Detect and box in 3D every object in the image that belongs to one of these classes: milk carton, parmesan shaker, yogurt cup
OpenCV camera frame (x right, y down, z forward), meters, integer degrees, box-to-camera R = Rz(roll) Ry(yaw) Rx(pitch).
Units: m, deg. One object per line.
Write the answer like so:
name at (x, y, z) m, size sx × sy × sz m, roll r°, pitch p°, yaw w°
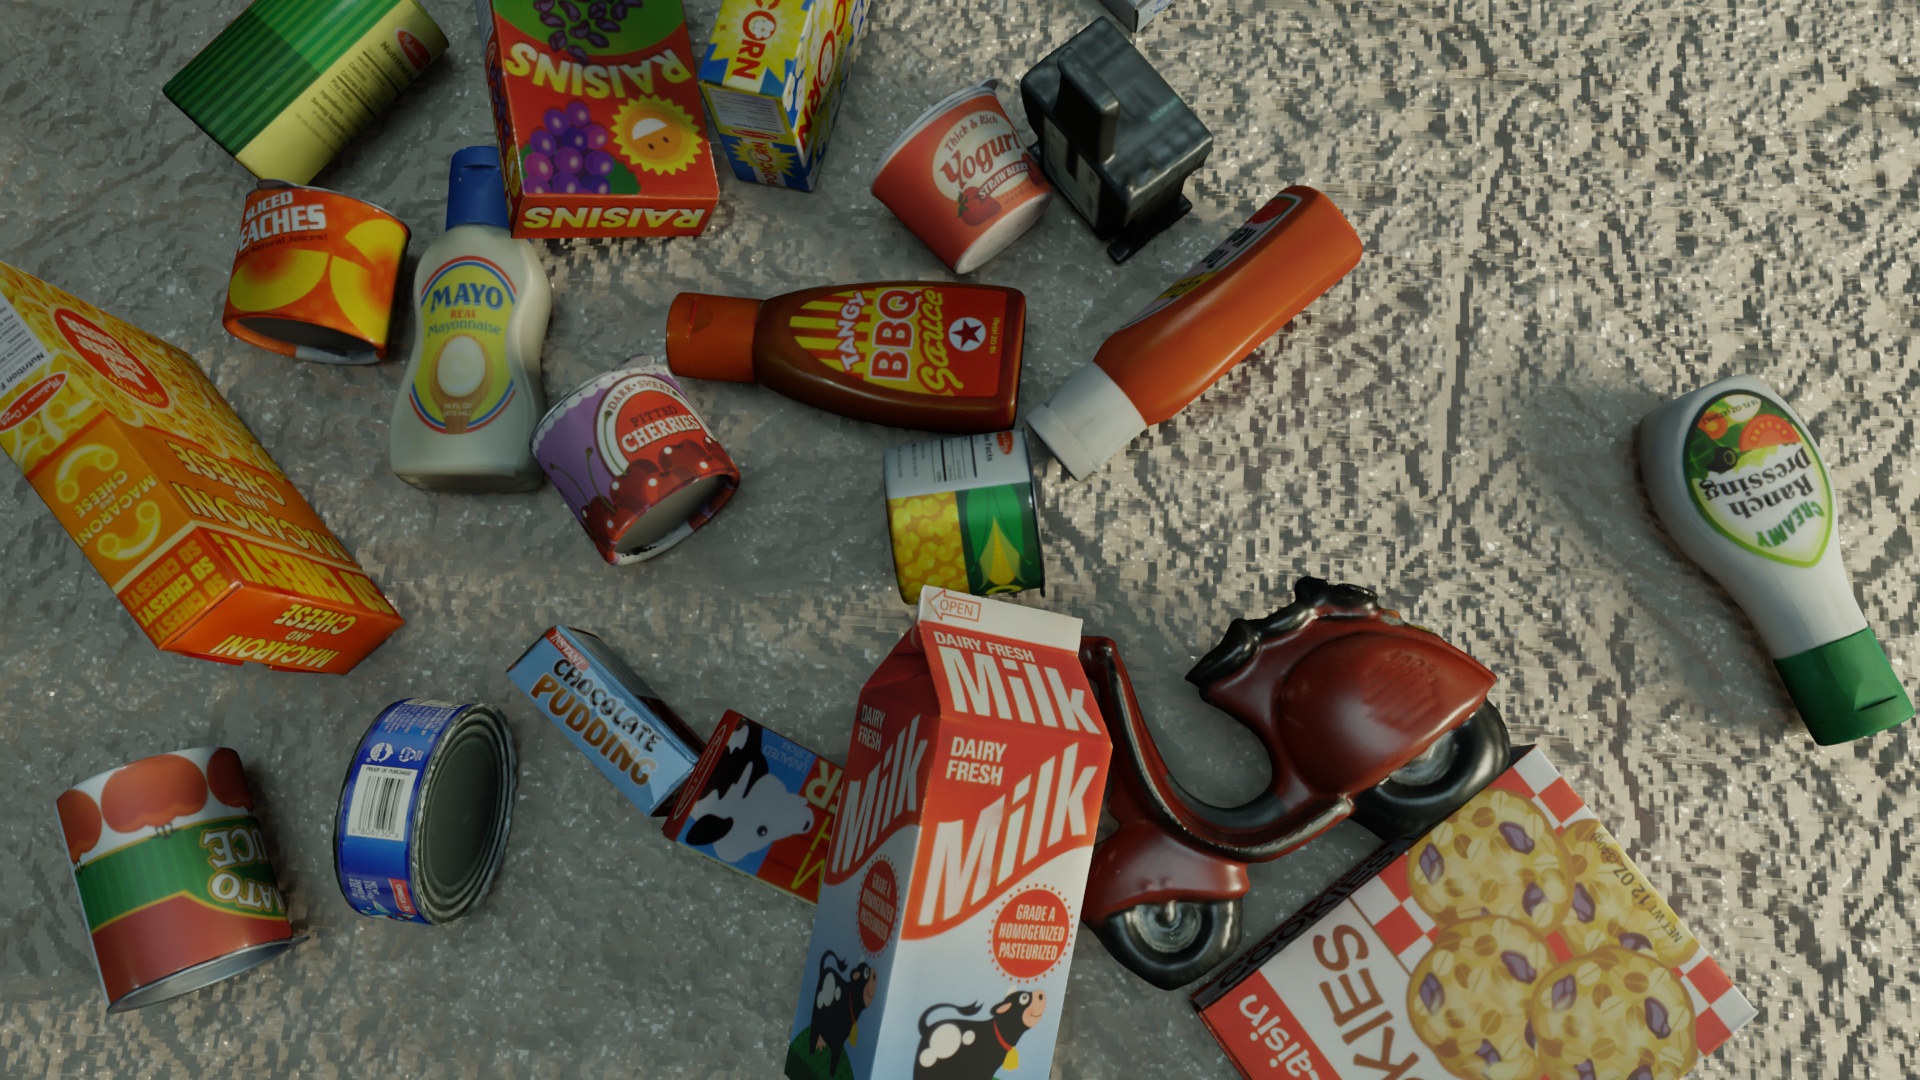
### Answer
milk carton at (-0.002, 0.116, 0.506) m, size 0.072 × 0.073 × 0.190 m, roll 13°, pitch 87°, yaw -27°
parmesan shaker at (-0.290, -0.211, 0.614) m, size 0.071 × 0.071 × 0.103 m, roll 41°, pitch 82°, yaw 10°
yogurt cup at (0.003, -0.152, 0.596) m, size 0.072 × 0.072 × 0.054 m, roll -38°, pitch 87°, yaw -6°

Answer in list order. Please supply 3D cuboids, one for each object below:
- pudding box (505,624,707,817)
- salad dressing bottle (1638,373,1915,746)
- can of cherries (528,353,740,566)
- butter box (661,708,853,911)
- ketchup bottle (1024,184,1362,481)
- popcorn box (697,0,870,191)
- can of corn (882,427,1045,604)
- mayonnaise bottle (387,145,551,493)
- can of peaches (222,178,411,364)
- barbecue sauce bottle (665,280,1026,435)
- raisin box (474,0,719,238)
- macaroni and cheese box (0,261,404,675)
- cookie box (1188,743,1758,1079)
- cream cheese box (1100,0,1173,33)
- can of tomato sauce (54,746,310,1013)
pudding box at (-0.137, 0.073, 0.558) m, size 0.084 × 0.049 × 0.030 m, roll 42°, pitch 84°, yaw 10°
salad dressing bottle at (0.328, 0.007, 0.558) m, size 0.064 × 0.044 × 0.148 m, roll -21°, pitch 78°, yaw -1°
can of cherries at (-0.132, -0.032, 0.570) m, size 0.071 × 0.071 × 0.058 m, roll -35°, pitch 79°, yaw -5°
butter box at (-0.057, 0.111, 0.536) m, size 0.103 × 0.024 × 0.053 m, roll 31°, pitch 79°, yaw -23°
ketchup bottle at (0.095, -0.084, 0.580) m, size 0.149 × 0.065 × 0.043 m, roll -40°, pitch 98°, yaw 2°
popcorn box at (-0.071, -0.228, 0.603) m, size 0.038 × 0.085 × 0.127 m, roll 14°, pitch 79°, yaw 4°
can of corn at (0.002, -0.007, 0.563) m, size 0.058 × 0.071 × 0.071 m, roll -7°, pitch 78°, yaw 1°
mayonnaise bottle at (-0.208, -0.096, 0.601) m, size 0.065 × 0.041 × 0.148 m, roll 0°, pitch 77°, yaw 1°
can of peaches at (-0.276, -0.112, 0.593) m, size 0.071 × 0.071 × 0.058 m, roll 5°, pitch 80°, yaw 3°
barbecue sauce bottle at (-0.048, -0.081, 0.591) m, size 0.148 × 0.043 × 0.065 m, roll 5°, pitch 69°, yaw 4°
raisin box at (-0.160, -0.195, 0.607) m, size 0.086 × 0.040 × 0.123 m, roll -6°, pitch 75°, yaw -27°
macaroni and cheese box at (-0.310, -0.022, 0.548) m, size 0.040 × 0.123 × 0.166 m, roll -42°, pitch 80°, yaw -3°
cookie box at (0.190, 0.177, 0.528) m, size 0.167 × 0.040 × 0.123 m, roll -36°, pitch 79°, yaw -5°
cream cheese box at (0.066, -0.289, 0.642) m, size 0.053 × 0.024 × 0.104 m, roll -41°, pitch 79°, yaw -6°
can of tomato sauce at (-0.305, 0.131, 0.544) m, size 0.071 × 0.071 × 0.083 m, roll -23°, pitch 78°, yaw -3°
